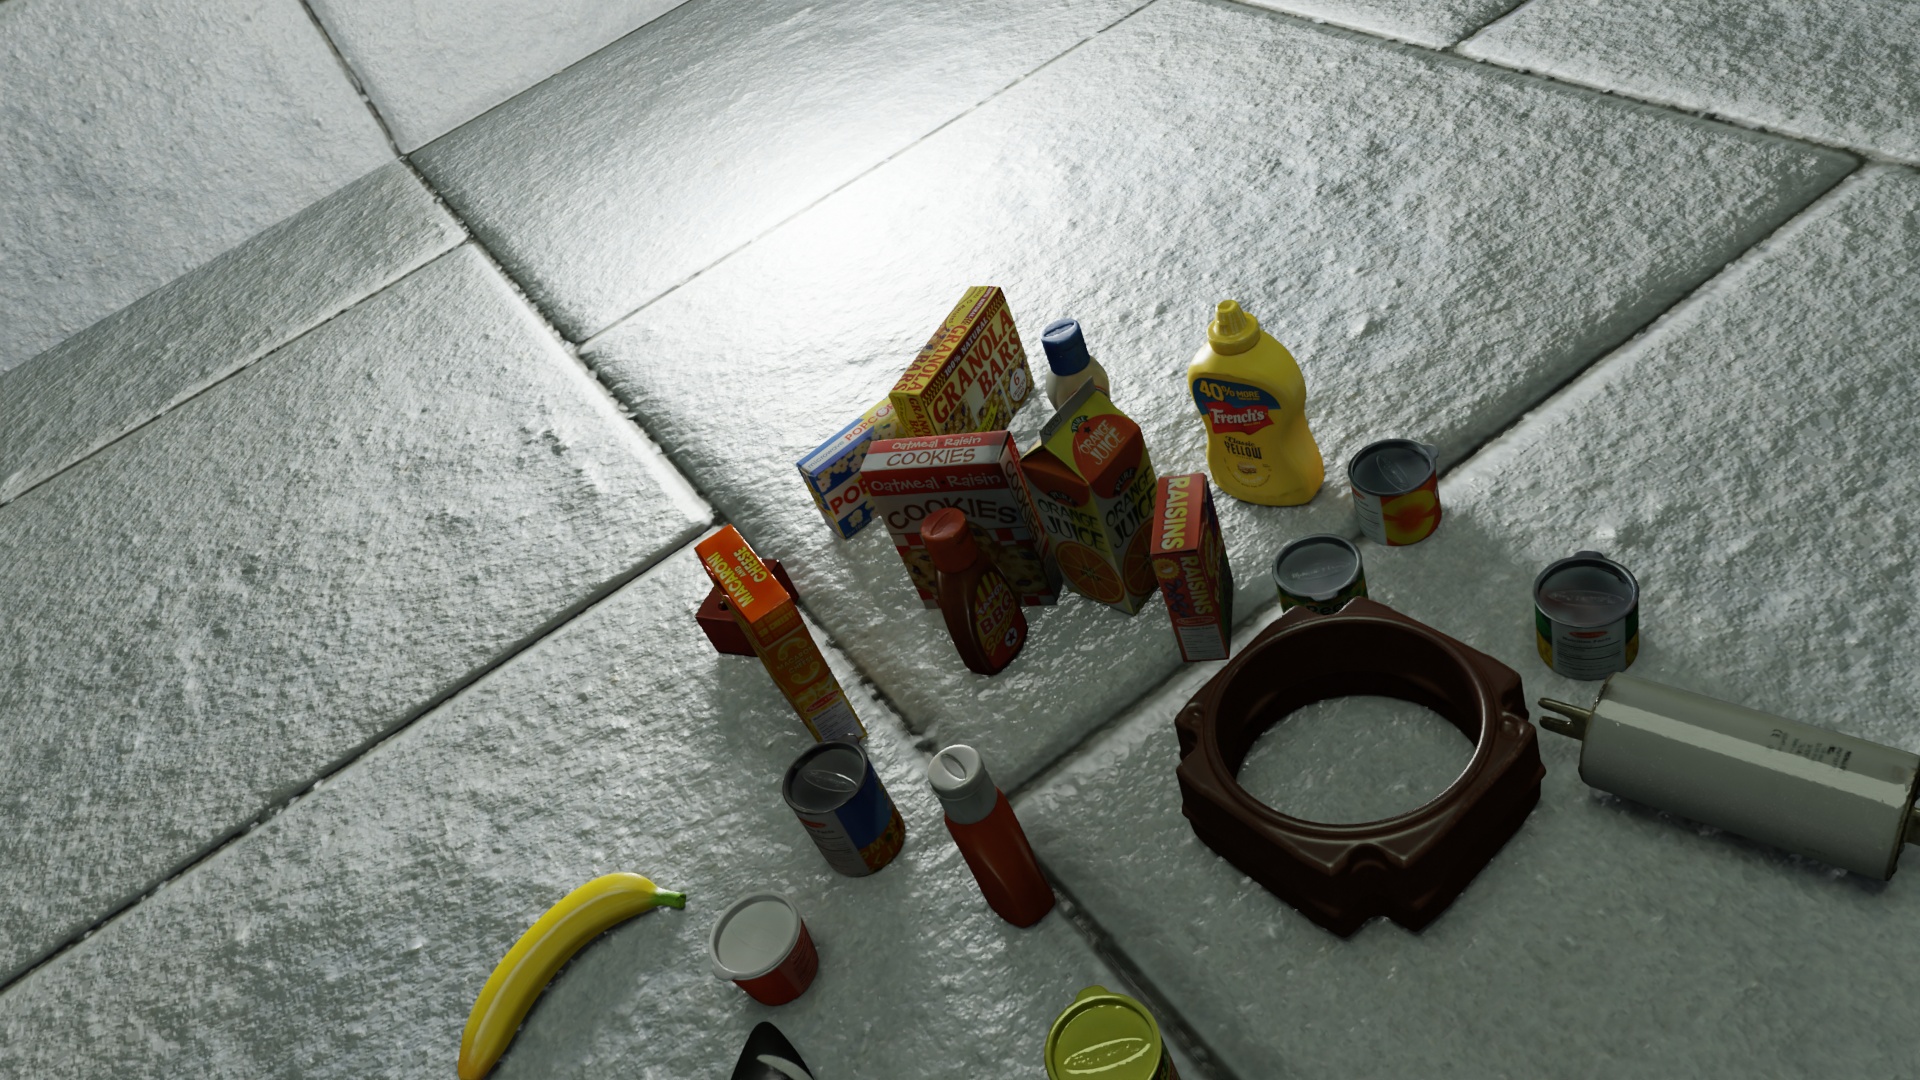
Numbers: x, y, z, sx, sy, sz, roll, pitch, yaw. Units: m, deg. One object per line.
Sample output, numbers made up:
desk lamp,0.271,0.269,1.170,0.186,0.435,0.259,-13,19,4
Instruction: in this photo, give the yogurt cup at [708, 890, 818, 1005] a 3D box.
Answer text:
yogurt cup,-0.134,0.287,0.971,0.072,0.053,0.073,-13,41,12

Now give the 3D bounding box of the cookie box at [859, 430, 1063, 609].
cookie box,0.004,-0.014,1.149,0.123,0.166,0.040,-3,44,23

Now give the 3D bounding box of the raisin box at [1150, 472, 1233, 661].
raisin box,0.179,0.021,1.061,0.040,0.123,0.086,-6,43,20

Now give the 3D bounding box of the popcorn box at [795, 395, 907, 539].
popcorn box,-0.085,-0.072,1.318,0.127,0.085,0.038,-38,42,-17

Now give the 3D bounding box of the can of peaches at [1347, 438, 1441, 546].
can of peaches,0.346,-0.039,1.098,0.071,0.057,0.071,-13,41,12

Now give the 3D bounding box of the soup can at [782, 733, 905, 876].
soup can,-0.083,0.196,1.024,0.071,0.083,0.072,-13,41,12

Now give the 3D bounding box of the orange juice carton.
orange juice carton,0.108,-0.037,1.104,0.073,0.191,0.072,20,56,40

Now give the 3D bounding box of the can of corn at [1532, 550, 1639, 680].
can of corn,0.432,0.052,0.957,0.071,0.058,0.071,-13,41,12

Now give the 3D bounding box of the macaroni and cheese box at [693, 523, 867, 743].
macaroni and cheese box,-0.144,0.082,1.114,0.040,0.165,0.124,-34,41,-12

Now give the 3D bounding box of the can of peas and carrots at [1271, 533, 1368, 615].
can of peas and carrots,0.273,0.039,1.046,0.071,0.058,0.071,-13,41,12

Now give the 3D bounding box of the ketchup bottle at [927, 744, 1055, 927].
ketchup bottle,0.018,0.196,0.926,0.043,0.148,0.065,-36,41,-14

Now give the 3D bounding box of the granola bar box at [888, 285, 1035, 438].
granola bar box,0.006,-0.145,1.325,0.039,0.123,0.166,8,49,32

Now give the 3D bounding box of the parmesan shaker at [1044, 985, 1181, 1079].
parmesan shaker,0.093,0.312,0.797,0.071,0.102,0.072,-13,41,12

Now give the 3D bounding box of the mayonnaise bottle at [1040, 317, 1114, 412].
mayonnaise bottle,0.107,-0.129,1.241,0.065,0.147,0.041,-24,40,0

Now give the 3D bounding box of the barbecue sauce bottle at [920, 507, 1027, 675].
barbecue sauce bottle,0.008,0.038,1.104,0.044,0.148,0.065,14,53,36
